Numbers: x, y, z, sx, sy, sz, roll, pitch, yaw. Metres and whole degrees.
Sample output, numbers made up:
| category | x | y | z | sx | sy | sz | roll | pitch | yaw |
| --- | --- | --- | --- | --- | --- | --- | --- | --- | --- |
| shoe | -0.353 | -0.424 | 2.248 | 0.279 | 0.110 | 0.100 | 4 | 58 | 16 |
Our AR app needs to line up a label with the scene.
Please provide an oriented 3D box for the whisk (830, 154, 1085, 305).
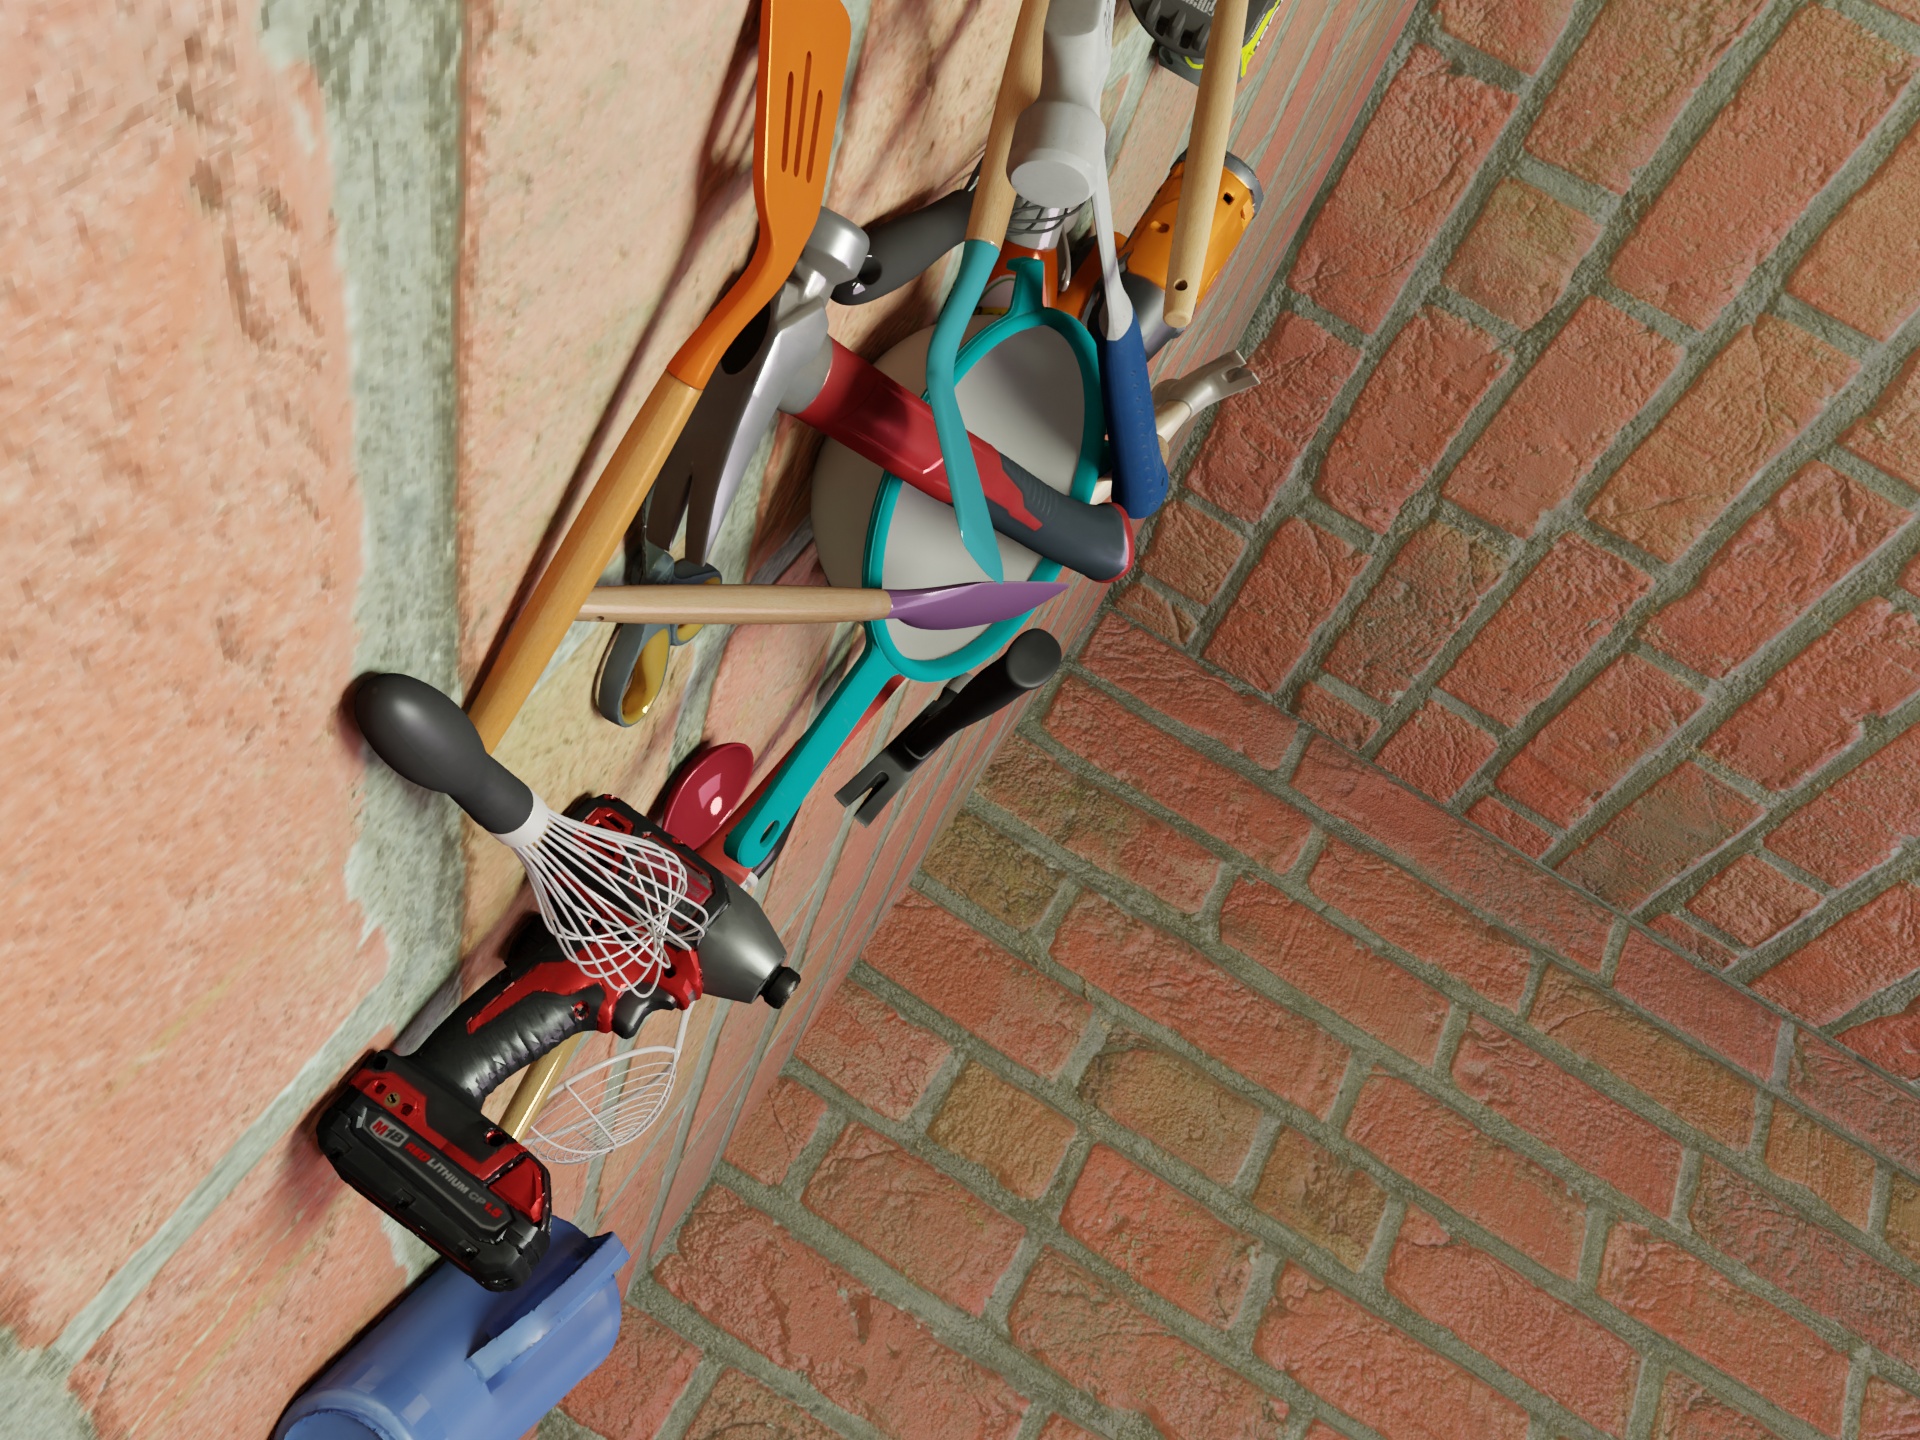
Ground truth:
| category | x | y | z | sx | sy | sz | roll | pitch | yaw |
| --- | --- | --- | --- | --- | --- | --- | --- | --- | --- |
| whisk | 0.002 | -0.242 | 0.770 | 0.239 | 0.055 | 0.055 | -46 | 167 | -47 |

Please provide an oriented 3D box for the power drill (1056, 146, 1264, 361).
| category | x | y | z | sx | sy | sz | roll | pitch | yaw |
| --- | --- | --- | --- | --- | --- | --- | --- | --- | --- |
| power drill | 0.111 | -0.282 | 1.087 | 0.164 | 0.084 | 0.226 | -58 | -171 | -6 |

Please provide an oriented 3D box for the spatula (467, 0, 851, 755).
| category | x | y | z | sx | sy | sz | roll | pitch | yaw |
| --- | --- | --- | --- | --- | --- | --- | --- | --- | --- |
| spatula | -0.118 | -0.107 | 0.570 | 0.322 | 0.041 | 0.081 | -56 | 175 | 17 |

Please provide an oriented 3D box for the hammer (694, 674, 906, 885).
| category | x | y | z | sx | sy | sz | roll | pitch | yaw |
| --- | --- | --- | --- | --- | --- | --- | --- | --- | --- |
| hammer | -0.069 | -0.027 | 1.154 | 0.359 | 0.149 | 0.036 | -49 | 129 | -7 |

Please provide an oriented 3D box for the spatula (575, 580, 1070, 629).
| category | x | y | z | sx | sy | sz | roll | pitch | yaw |
| --- | --- | --- | --- | --- | --- | --- | --- | --- | --- |
| spatula | -0.056 | -0.053 | 0.743 | 0.060 | 0.018 | 0.315 | -28 | 166 | 36 |

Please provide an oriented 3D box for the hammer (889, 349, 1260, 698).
| category | x | y | z | sx | sy | sz | roll | pitch | yaw |
| --- | --- | --- | --- | --- | --- | --- | --- | --- | --- |
| hammer | 0.064 | -0.144 | 1.237 | 0.410 | 0.038 | 0.146 | -43 | -168 | -13 |

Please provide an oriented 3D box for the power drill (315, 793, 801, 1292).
| category | x | y | z | sx | sy | sz | roll | pitch | yaw |
| --- | --- | --- | --- | --- | --- | --- | --- | --- | --- |
| power drill | -0.185 | 0.153 | 0.766 | 0.220 | 0.143 | 0.078 | -53 | 175 | -28 |

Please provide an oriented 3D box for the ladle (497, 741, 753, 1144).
| category | x | y | z | sx | sy | sz | roll | pitch | yaw |
| --- | --- | --- | --- | --- | --- | --- | --- | --- | --- |
| ladle | -0.202 | 0.139 | 0.912 | 0.069 | 0.031 | 0.316 | 80 | 30 | -55 |

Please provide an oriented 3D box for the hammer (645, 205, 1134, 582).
| category | x | y | z | sx | sy | sz | roll | pitch | yaw |
| --- | --- | --- | --- | --- | --- | --- | --- | --- | --- |
| hammer | -0.004 | -0.106 | 0.767 | 0.386 | 0.038 | 0.143 | 17 | 99 | -63 |

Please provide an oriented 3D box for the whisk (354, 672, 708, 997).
| category | x | y | z | sx | sy | sz | roll | pitch | yaw |
| --- | --- | --- | --- | --- | --- | --- | --- | --- | --- |
| whisk | -0.164 | 0.050 | 0.631 | 0.070 | 0.070 | 0.284 | -57 | 160 | -15 |

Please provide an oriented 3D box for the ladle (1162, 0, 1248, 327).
| category | x | y | z | sx | sy | sz | roll | pitch | yaw |
| --- | --- | --- | --- | --- | --- | --- | --- | --- | --- |
| ladle | 0.124 | -0.328 | 0.743 | 0.062 | 0.078 | 0.320 | 67 | 33 | -67 |

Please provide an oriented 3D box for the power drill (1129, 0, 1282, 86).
| category | x | y | z | sx | sy | sz | roll | pitch | yaw |
| --- | --- | --- | --- | --- | --- | --- | --- | --- | --- |
| power drill | 0.169 | -0.460 | 0.929 | 0.171 | 0.080 | 0.223 | -61 | 178 | 23 |

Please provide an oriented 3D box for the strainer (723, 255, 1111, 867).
| category | x | y | z | sx | sy | sz | roll | pitch | yaw |
| --- | --- | --- | --- | --- | --- | --- | --- | --- | --- |
| strainer | -0.049 | -0.082 | 0.861 | 0.340 | 0.095 | 0.210 | -56 | 153 | -10 |

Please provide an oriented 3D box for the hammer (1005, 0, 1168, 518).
| category | x | y | z | sx | sy | sz | roll | pitch | yaw |
| --- | --- | --- | --- | --- | --- | --- | --- | --- | --- |
| hammer | 0.076 | -0.205 | 0.762 | 0.405 | 0.035 | 0.144 | 61 | 39 | -70 |

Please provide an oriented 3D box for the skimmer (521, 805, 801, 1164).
| category | x | y | z | sx | sy | sz | roll | pitch | yaw |
| --- | --- | --- | --- | --- | --- | --- | --- | --- | --- |
| skimmer | -0.208 | 0.157 | 1.165 | 0.127 | 0.090 | 0.363 | 107 | 5 | -61 |

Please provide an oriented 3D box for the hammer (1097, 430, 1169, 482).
| category | x | y | z | sx | sy | sz | roll | pitch | yaw |
| --- | --- | --- | --- | --- | --- | --- | --- | --- | --- |
| hammer | 0.087 | -0.191 | 1.178 | 0.130 | 0.031 | 0.331 | -42 | -167 | -4 |

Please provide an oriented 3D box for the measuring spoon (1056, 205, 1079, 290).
| category | x | y | z | sx | sy | sz | roll | pitch | yaw |
| --- | --- | --- | --- | --- | --- | --- | --- | --- | --- |
| measuring spoon | 0.065 | -0.289 | 0.962 | 0.124 | 0.018 | 0.034 | -90 | -164 | -50 |

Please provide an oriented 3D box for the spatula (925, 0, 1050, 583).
| category | x | y | z | sx | sy | sz | roll | pitch | yaw |
| --- | --- | --- | --- | --- | --- | --- | --- | --- | --- |
| spatula | 0.026 | -0.218 | 0.658 | 0.082 | 0.044 | 0.317 | 30 | 73 | -75 |

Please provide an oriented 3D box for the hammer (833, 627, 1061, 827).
| category | x | y | z | sx | sy | sz | roll | pitch | yaw |
| --- | --- | --- | --- | --- | --- | --- | --- | --- | --- |
| hammer | -0.002 | -0.003 | 1.078 | 0.146 | 0.035 | 0.335 | -46 | -177 | -17 |
